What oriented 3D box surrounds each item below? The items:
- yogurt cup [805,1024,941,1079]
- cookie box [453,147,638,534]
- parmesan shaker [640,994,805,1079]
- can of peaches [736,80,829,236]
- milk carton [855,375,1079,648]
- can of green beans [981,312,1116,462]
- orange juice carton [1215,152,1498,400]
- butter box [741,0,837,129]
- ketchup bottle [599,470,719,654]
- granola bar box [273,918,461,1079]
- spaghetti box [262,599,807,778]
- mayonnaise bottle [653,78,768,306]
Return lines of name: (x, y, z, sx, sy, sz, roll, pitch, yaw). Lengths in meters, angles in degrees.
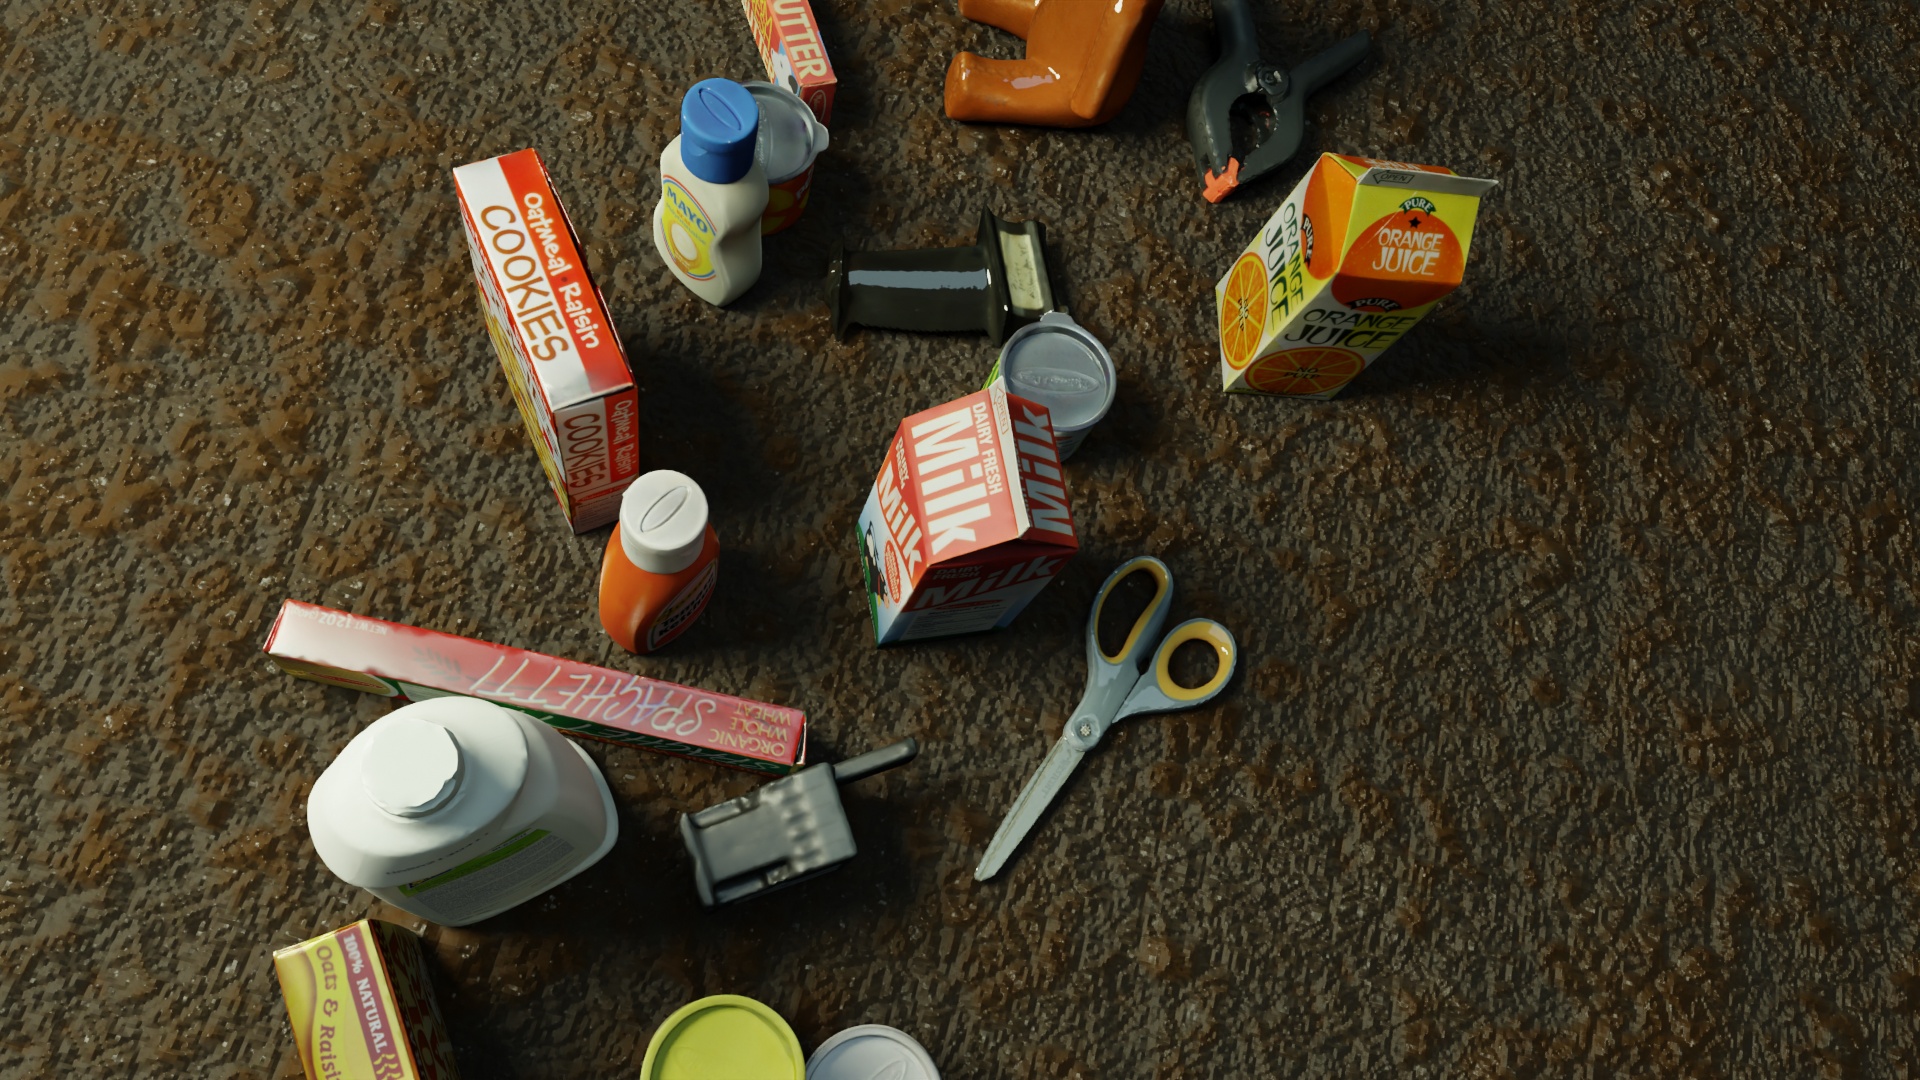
yogurt cup: (-0.045, 0.259, 0.639, 0.072, 0.053, 0.072, 4, 71, -12)
cookie box: (-0.193, -0.088, 0.662, 0.040, 0.167, 0.123, -22, 78, -19)
parmesan shaker: (-0.108, 0.236, 0.606, 0.071, 0.102, 0.071, 4, 71, -12)
can of peaches: (-0.113, -0.213, 0.783, 0.071, 0.058, 0.071, 4, 71, -12)
milk carton: (0.002, -0.008, 0.668, 0.073, 0.190, 0.072, -6, 74, -15)
can of green beans: (0.047, -0.080, 0.774, 0.071, 0.057, 0.071, 4, 71, -12)
orange juice carton: (0.211, -0.149, 0.763, 0.072, 0.192, 0.073, 3, 71, -12)
butter box: (-0.102, -0.295, 0.816, 0.024, 0.053, 0.103, -16, 76, -17)
ketchup bottle: (-0.141, 0.009, 0.651, 0.043, 0.148, 0.065, 41, 68, 2)
granola bar box: (-0.225, 0.242, 0.566, 0.039, 0.123, 0.166, -19, 77, -18)
spaghetti box: (-0.197, 0.075, 0.669, 0.250, 0.050, 0.029, 13, 70, -8)
mayonnaise bottle: (-0.129, -0.180, 0.719, 0.065, 0.147, 0.041, 46, 69, 4)
